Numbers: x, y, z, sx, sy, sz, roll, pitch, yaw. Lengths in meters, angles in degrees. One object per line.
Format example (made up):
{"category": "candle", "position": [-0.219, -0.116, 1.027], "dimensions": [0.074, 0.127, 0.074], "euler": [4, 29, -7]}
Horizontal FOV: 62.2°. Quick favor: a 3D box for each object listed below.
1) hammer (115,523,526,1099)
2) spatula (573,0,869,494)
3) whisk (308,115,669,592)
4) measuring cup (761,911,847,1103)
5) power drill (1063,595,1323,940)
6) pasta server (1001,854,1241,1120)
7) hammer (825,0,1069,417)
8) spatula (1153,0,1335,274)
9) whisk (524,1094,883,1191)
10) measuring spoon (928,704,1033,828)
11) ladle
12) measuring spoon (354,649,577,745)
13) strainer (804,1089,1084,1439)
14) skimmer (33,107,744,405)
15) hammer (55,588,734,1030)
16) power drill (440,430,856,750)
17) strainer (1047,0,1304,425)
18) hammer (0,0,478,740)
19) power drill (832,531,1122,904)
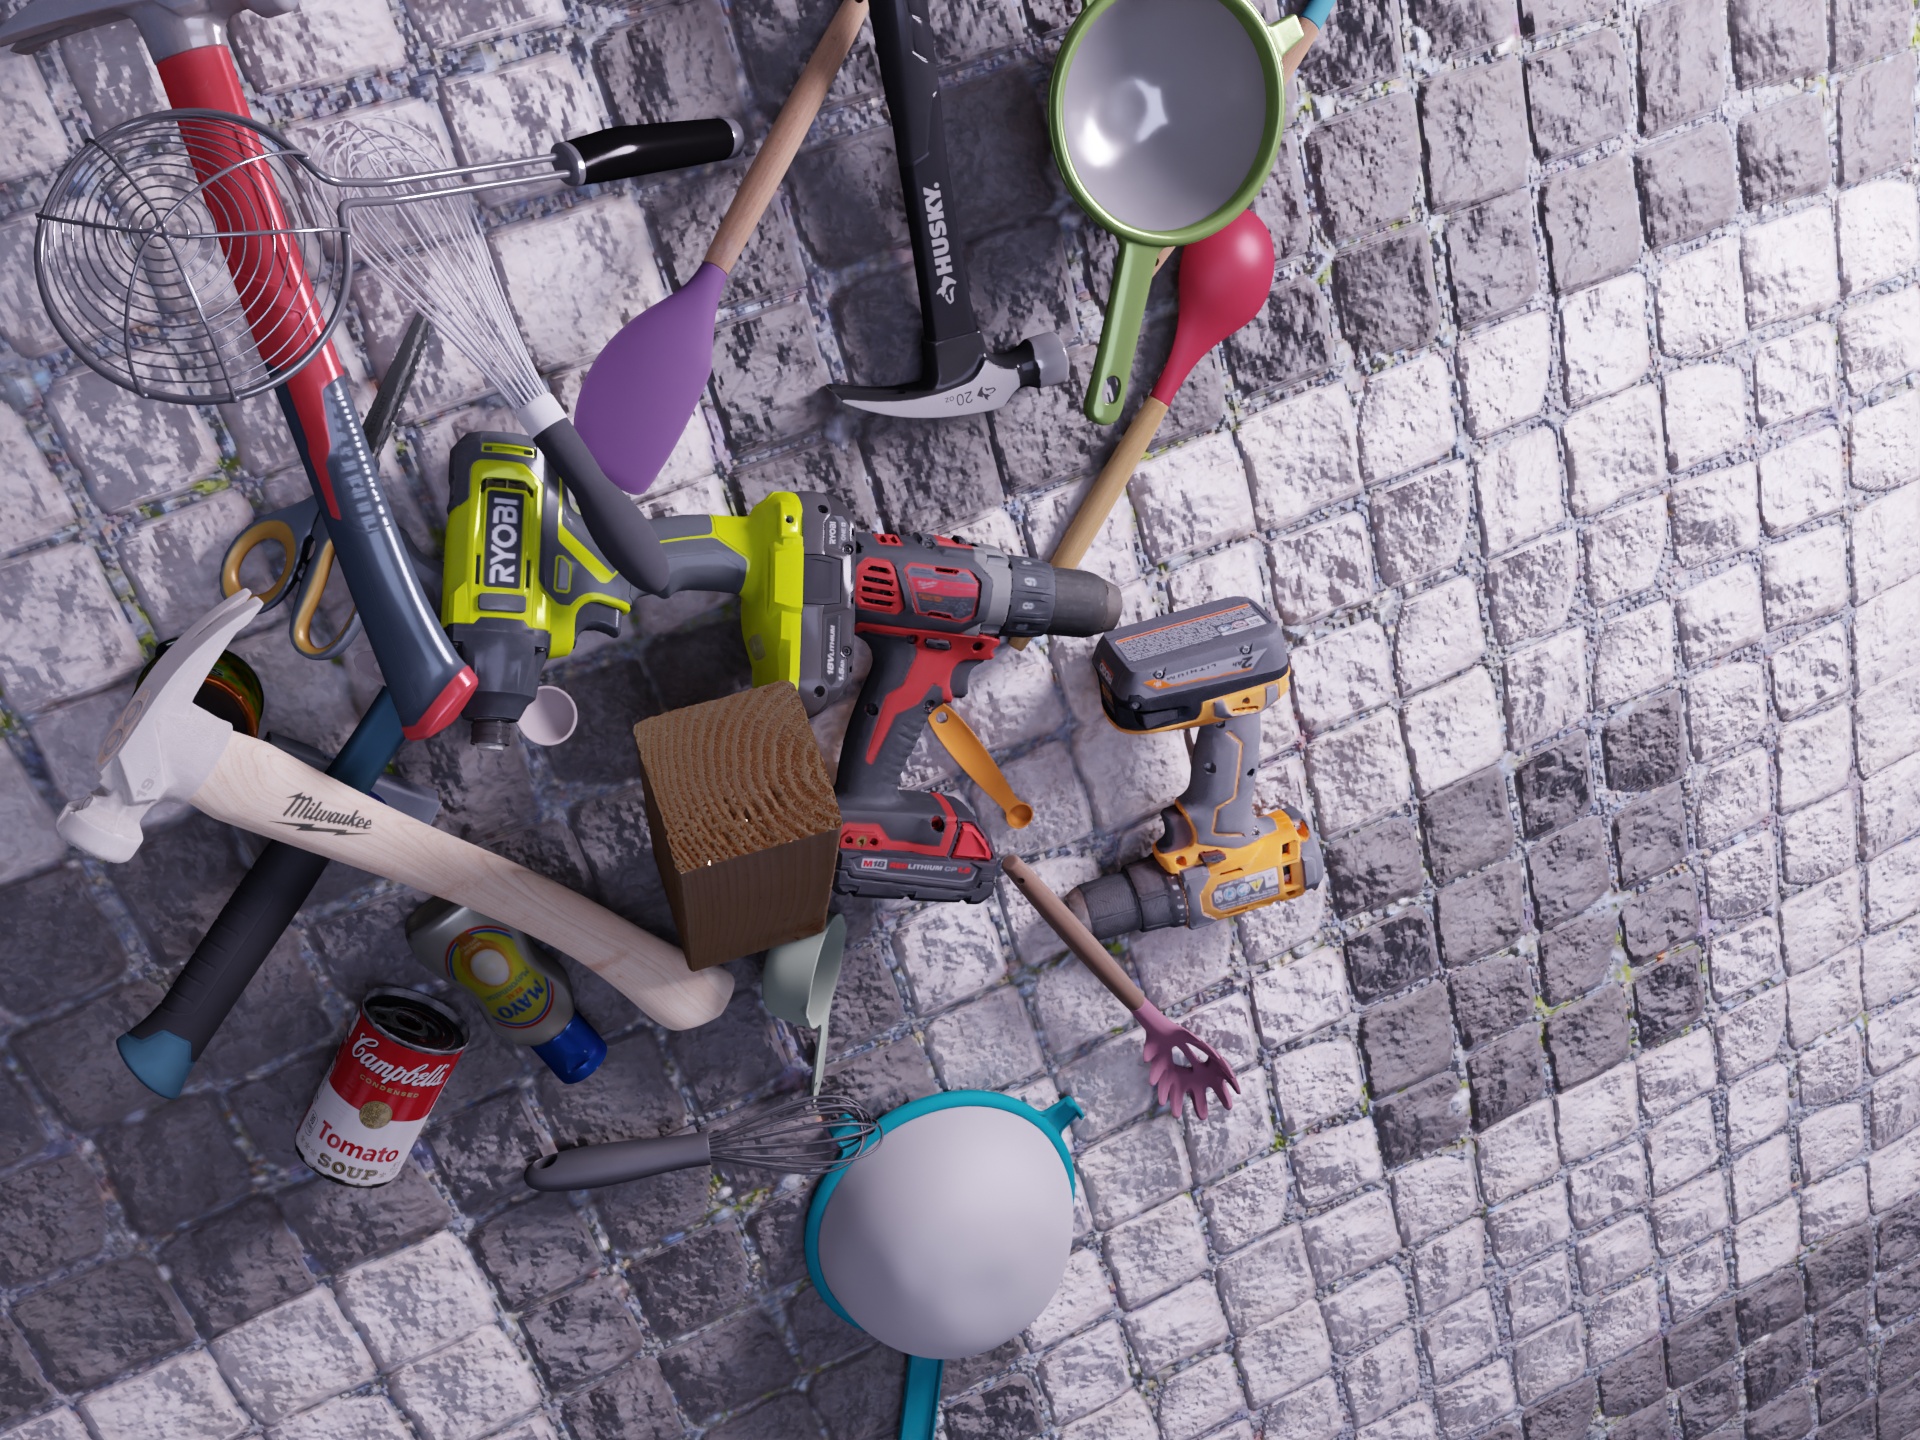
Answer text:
{"category": "hammer", "position": [-0.361, 0.058, 0.890], "dimensions": [0.128, 0.033, 0.331], "euler": [36, 81, -26]}
{"category": "spatula", "position": [-0.125, -0.272, 0.875], "dimensions": [0.059, 0.018, 0.316], "euler": [29, 86, -11]}
{"category": "whisk", "position": [-0.239, -0.186, 0.832], "dimensions": [0.070, 0.070, 0.284], "euler": [-34, 100, -6]}
{"category": "measuring cup", "position": [-0.108, 0.195, 1.062], "dimensions": [0.038, 0.083, 0.167], "euler": [13, 127, 8]}
{"category": "power drill", "position": [0.146, 0.046, 1.086], "dimensions": [0.185, 0.084, 0.226], "euler": [-16, 118, -6]}
{"category": "pasta server", "position": [0.112, 0.190, 1.117], "dimensions": [0.060, 0.040, 0.315], "euler": [-26, 130, 17]}
{"category": "hammer", "position": [-0.029, -0.329, 0.888], "dimensions": [0.146, 0.035, 0.334], "euler": [-19, 122, -13]}
{"category": "spatula", "position": [0.201, -0.402, 0.966], "dimensions": [0.082, 0.044, 0.317], "euler": [31, 97, -26]}
{"category": "whisk", "position": [-0.170, 0.289, 1.065], "dimensions": [0.239, 0.055, 0.055], "euler": [-6, 111, -10]}
{"category": "measuring spoon", "position": [0.012, 0.029, 1.069], "dimensions": [0.021, 0.011, 0.116], "euler": [-38, 113, 0]}
{"category": "ladle", "position": [0.113, -0.183, 1.022], "dimensions": [0.069, 0.031, 0.315], "euler": [25, 100, -25]}
{"category": "measuring spoon", "position": [-0.278, -0.015, 0.895], "dimensions": [0.124, 0.018, 0.034], "euler": [18, 75, -19]}
{"category": "strainer", "position": [-0.007, 0.441, 1.158], "dimensions": [0.211, 0.095, 0.340], "euler": [1, 107, -21]}
{"category": "skimmer", "position": [-0.251, -0.248, 0.773], "dimensions": [0.363, 0.090, 0.127], "euler": [-33, 95, -47]}
{"category": "hammer", "position": [-0.276, 0.081, 0.907], "dimensions": [0.410, 0.038, 0.146], "euler": [36, 84, -43]}
{"category": "power drill", "position": [-0.178, -0.064, 0.903], "dimensions": [0.223, 0.080, 0.171], "euler": [3, 82, -21]}
{"category": "strainer", "position": [0.100, -0.308, 0.948], "dimensions": [0.151, 0.069, 0.256], "euler": [4, 108, -23]}
{"category": "hammer", "position": [-0.340, -0.171, 0.789], "dimensions": [0.143, 0.038, 0.386], "euler": [-14, 103, 6]}
{"category": "power drill", "position": [-0.002, -0.003, 1.010], "dimensions": [0.187, 0.080, 0.226], "euler": [5, 103, -16]}
